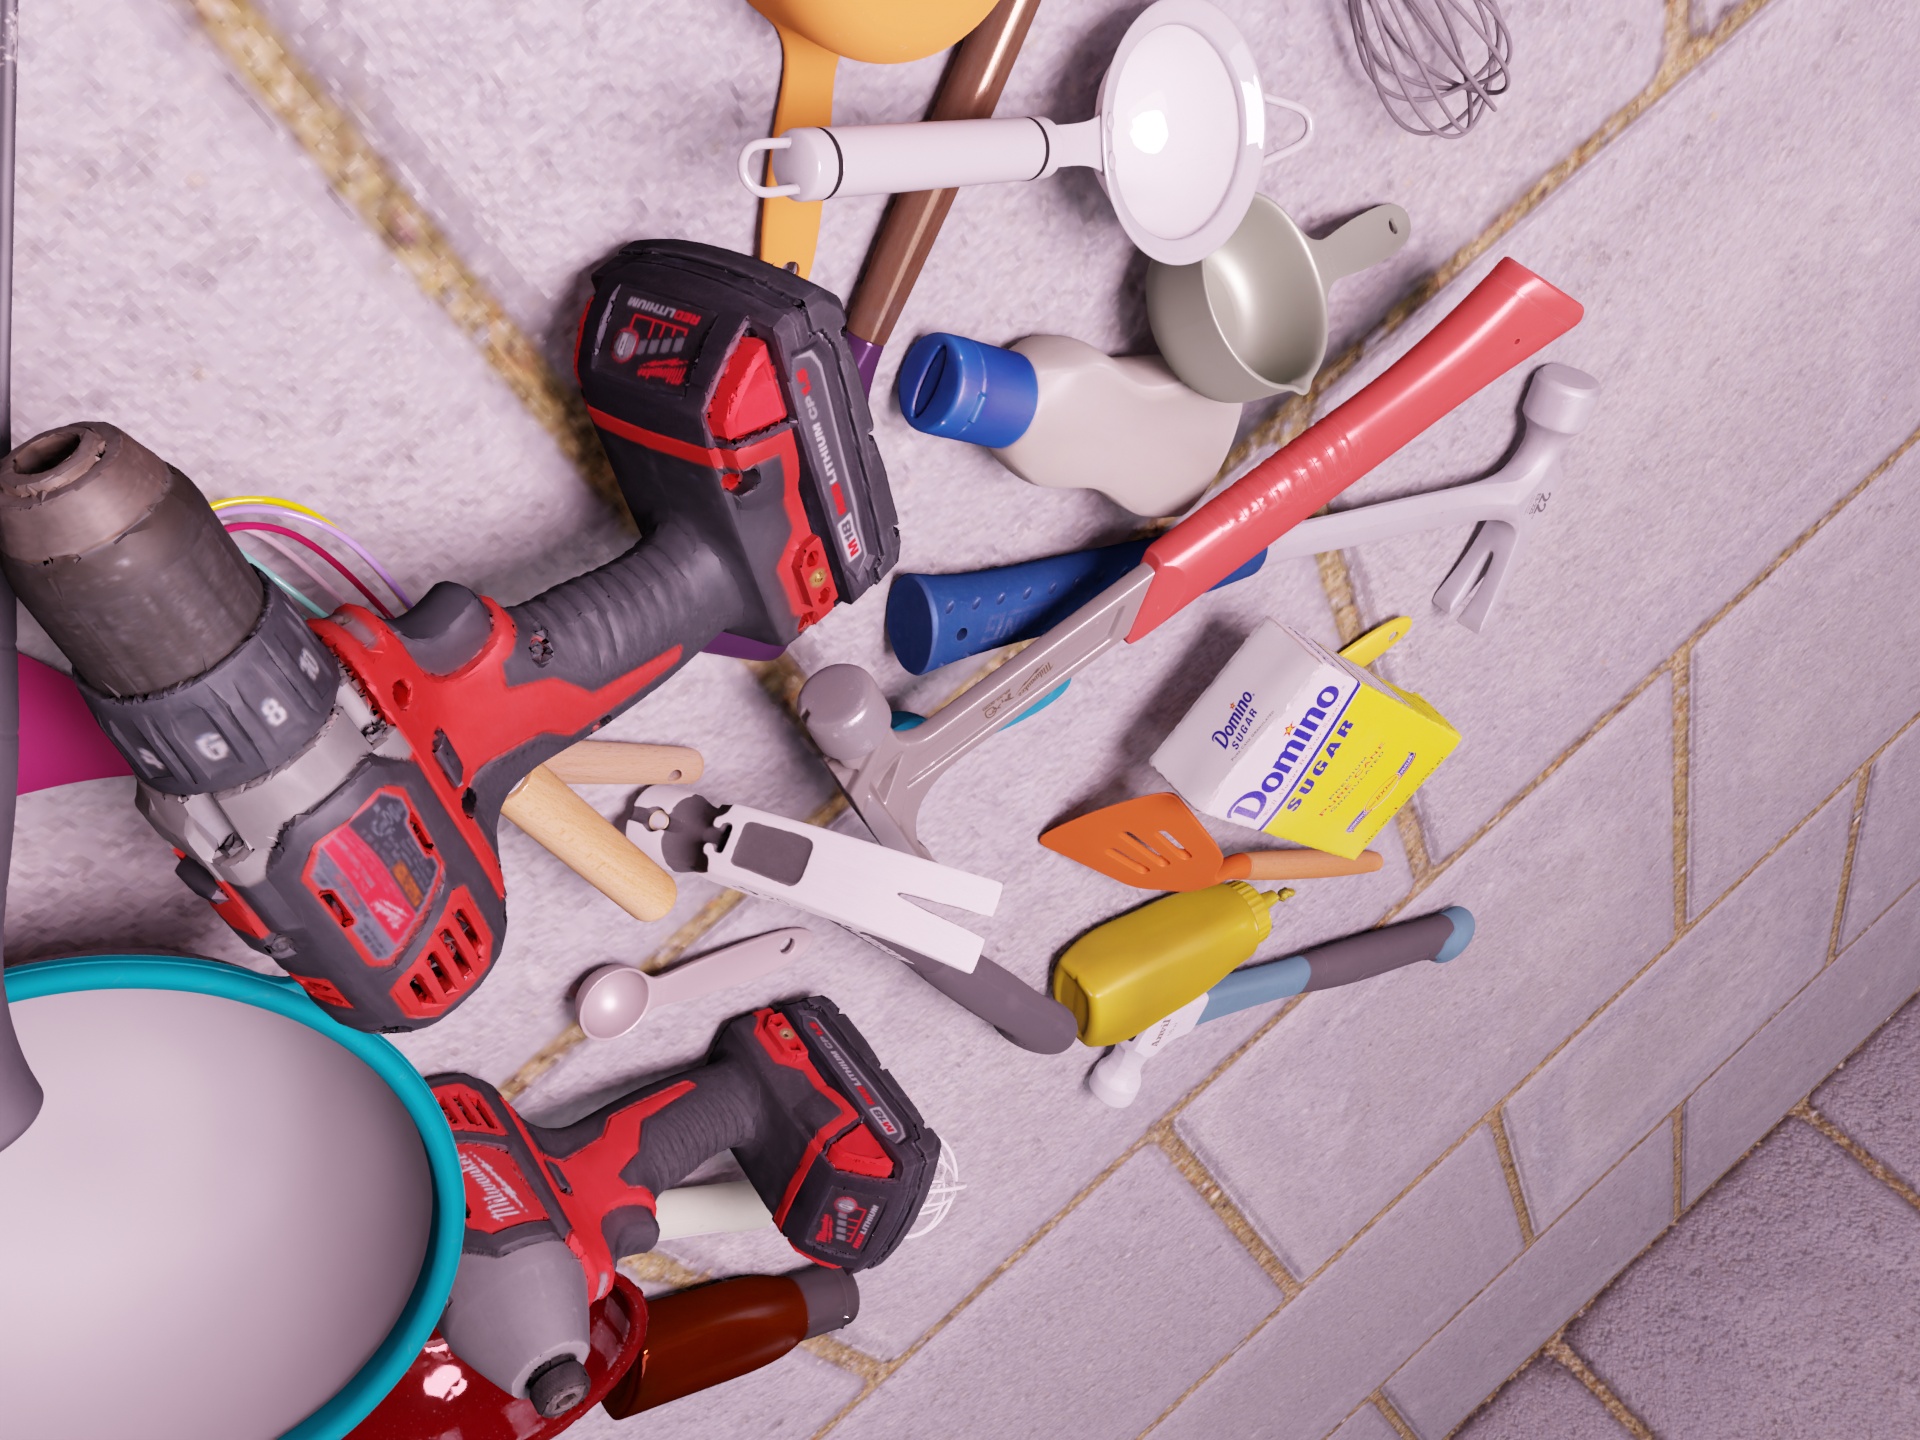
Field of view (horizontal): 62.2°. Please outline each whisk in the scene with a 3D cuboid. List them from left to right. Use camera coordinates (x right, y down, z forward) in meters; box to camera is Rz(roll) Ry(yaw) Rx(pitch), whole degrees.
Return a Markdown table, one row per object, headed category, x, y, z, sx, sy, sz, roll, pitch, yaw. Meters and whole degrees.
| category | x | y | z | sx | sy | sz | roll | pitch | yaw |
| --- | --- | --- | --- | --- | --- | --- | --- | --- | --- |
| whisk | -0.164 | 0.009 | 0.516 | 0.047 | 0.051 | 0.244 | -66 | 147 | -22 |
| whisk | -0.095 | 0.249 | 0.820 | 0.246 | 0.058 | 0.059 | 6 | 86 | -40 |
| whisk | 0.131 | -0.277 | 0.544 | 0.238 | 0.055 | 0.055 | 27 | 105 | -46 |

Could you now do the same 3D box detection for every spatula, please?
| category | x | y | z | sx | sy | sz | roll | pitch | yaw |
| --- | --- | --- | --- | --- | --- | --- | --- | --- | --- |
| spatula | -0.024 | -0.154 | 0.536 | 0.059 | 0.018 | 0.315 | 10 | 118 | -37 |
| spatula | 0.167 | 0.073 | 0.897 | 0.081 | 0.041 | 0.322 | -24 | 163 | 34 |

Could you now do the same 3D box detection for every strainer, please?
| category | x | y | z | sx | sy | sz | roll | pitch | yaw |
| --- | --- | --- | --- | --- | --- | --- | --- | --- | --- |
| strainer | -0.275 | 0.212 | 0.542 | 0.211 | 0.095 | 0.340 | -11 | 115 | -22 |
| strainer | 0.026 | -0.182 | 0.502 | 0.258 | 0.050 | 0.086 | -24 | 118 | -44 |

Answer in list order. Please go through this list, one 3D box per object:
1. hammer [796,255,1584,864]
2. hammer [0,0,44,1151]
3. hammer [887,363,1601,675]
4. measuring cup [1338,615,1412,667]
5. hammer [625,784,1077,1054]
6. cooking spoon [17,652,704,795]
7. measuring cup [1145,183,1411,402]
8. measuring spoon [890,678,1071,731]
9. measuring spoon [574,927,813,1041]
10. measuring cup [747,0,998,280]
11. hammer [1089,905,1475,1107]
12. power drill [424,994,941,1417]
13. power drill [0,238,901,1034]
| category | x | y | z | sx | sy | sz | roll | pitch | yaw |
| --- | --- | --- | --- | --- | --- | --- | --- | --- | --- |
| hammer | 0.104 | -0.066 | 0.651 | 0.359 | 0.037 | 0.149 | -36 | 144 | -5 |
| hammer | -0.234 | -0.066 | 0.359 | 0.149 | 0.036 | 0.408 | -2 | 114 | -38 |
| hammer | 0.144 | -0.076 | 0.743 | 0.405 | 0.035 | 0.144 | -15 | 133 | -32 |
| measuring cup | 0.188 | -0.004 | 0.851 | 0.156 | 0.029 | 0.062 | -35 | 141 | -8 |
| hammer | -0.007 | 0.109 | 0.724 | 0.334 | 0.146 | 0.035 | 46 | 61 | -60 |
| cooking spoon | -0.218 | 0.010 | 0.511 | 0.318 | 0.017 | 0.068 | 3 | 124 | -43 |
| measuring cup | 0.131 | -0.178 | 0.636 | 0.167 | 0.038 | 0.083 | -35 | 106 | -42 |
| measuring spoon | -0.001 | -0.002 | 0.701 | 0.128 | 0.021 | 0.042 | -24 | 138 | -38 |
| measuring spoon | -0.117 | 0.109 | 0.699 | 0.124 | 0.018 | 0.034 | -12 | 119 | -43 |
| measuring cup | -0.030 | -0.195 | 0.464 | 0.095 | 0.052 | 0.173 | -12 | 130 | -34 |
| hammer | 0.228 | 0.165 | 1.041 | 0.331 | 0.033 | 0.128 | -6 | 129 | -39 |
| power drill | -0.124 | 0.199 | 0.670 | 0.219 | 0.143 | 0.078 | -5 | 130 | -42 |
| power drill | -0.126 | -0.044 | 0.433 | 0.227 | 0.080 | 0.187 | -48 | 144 | -28 |
